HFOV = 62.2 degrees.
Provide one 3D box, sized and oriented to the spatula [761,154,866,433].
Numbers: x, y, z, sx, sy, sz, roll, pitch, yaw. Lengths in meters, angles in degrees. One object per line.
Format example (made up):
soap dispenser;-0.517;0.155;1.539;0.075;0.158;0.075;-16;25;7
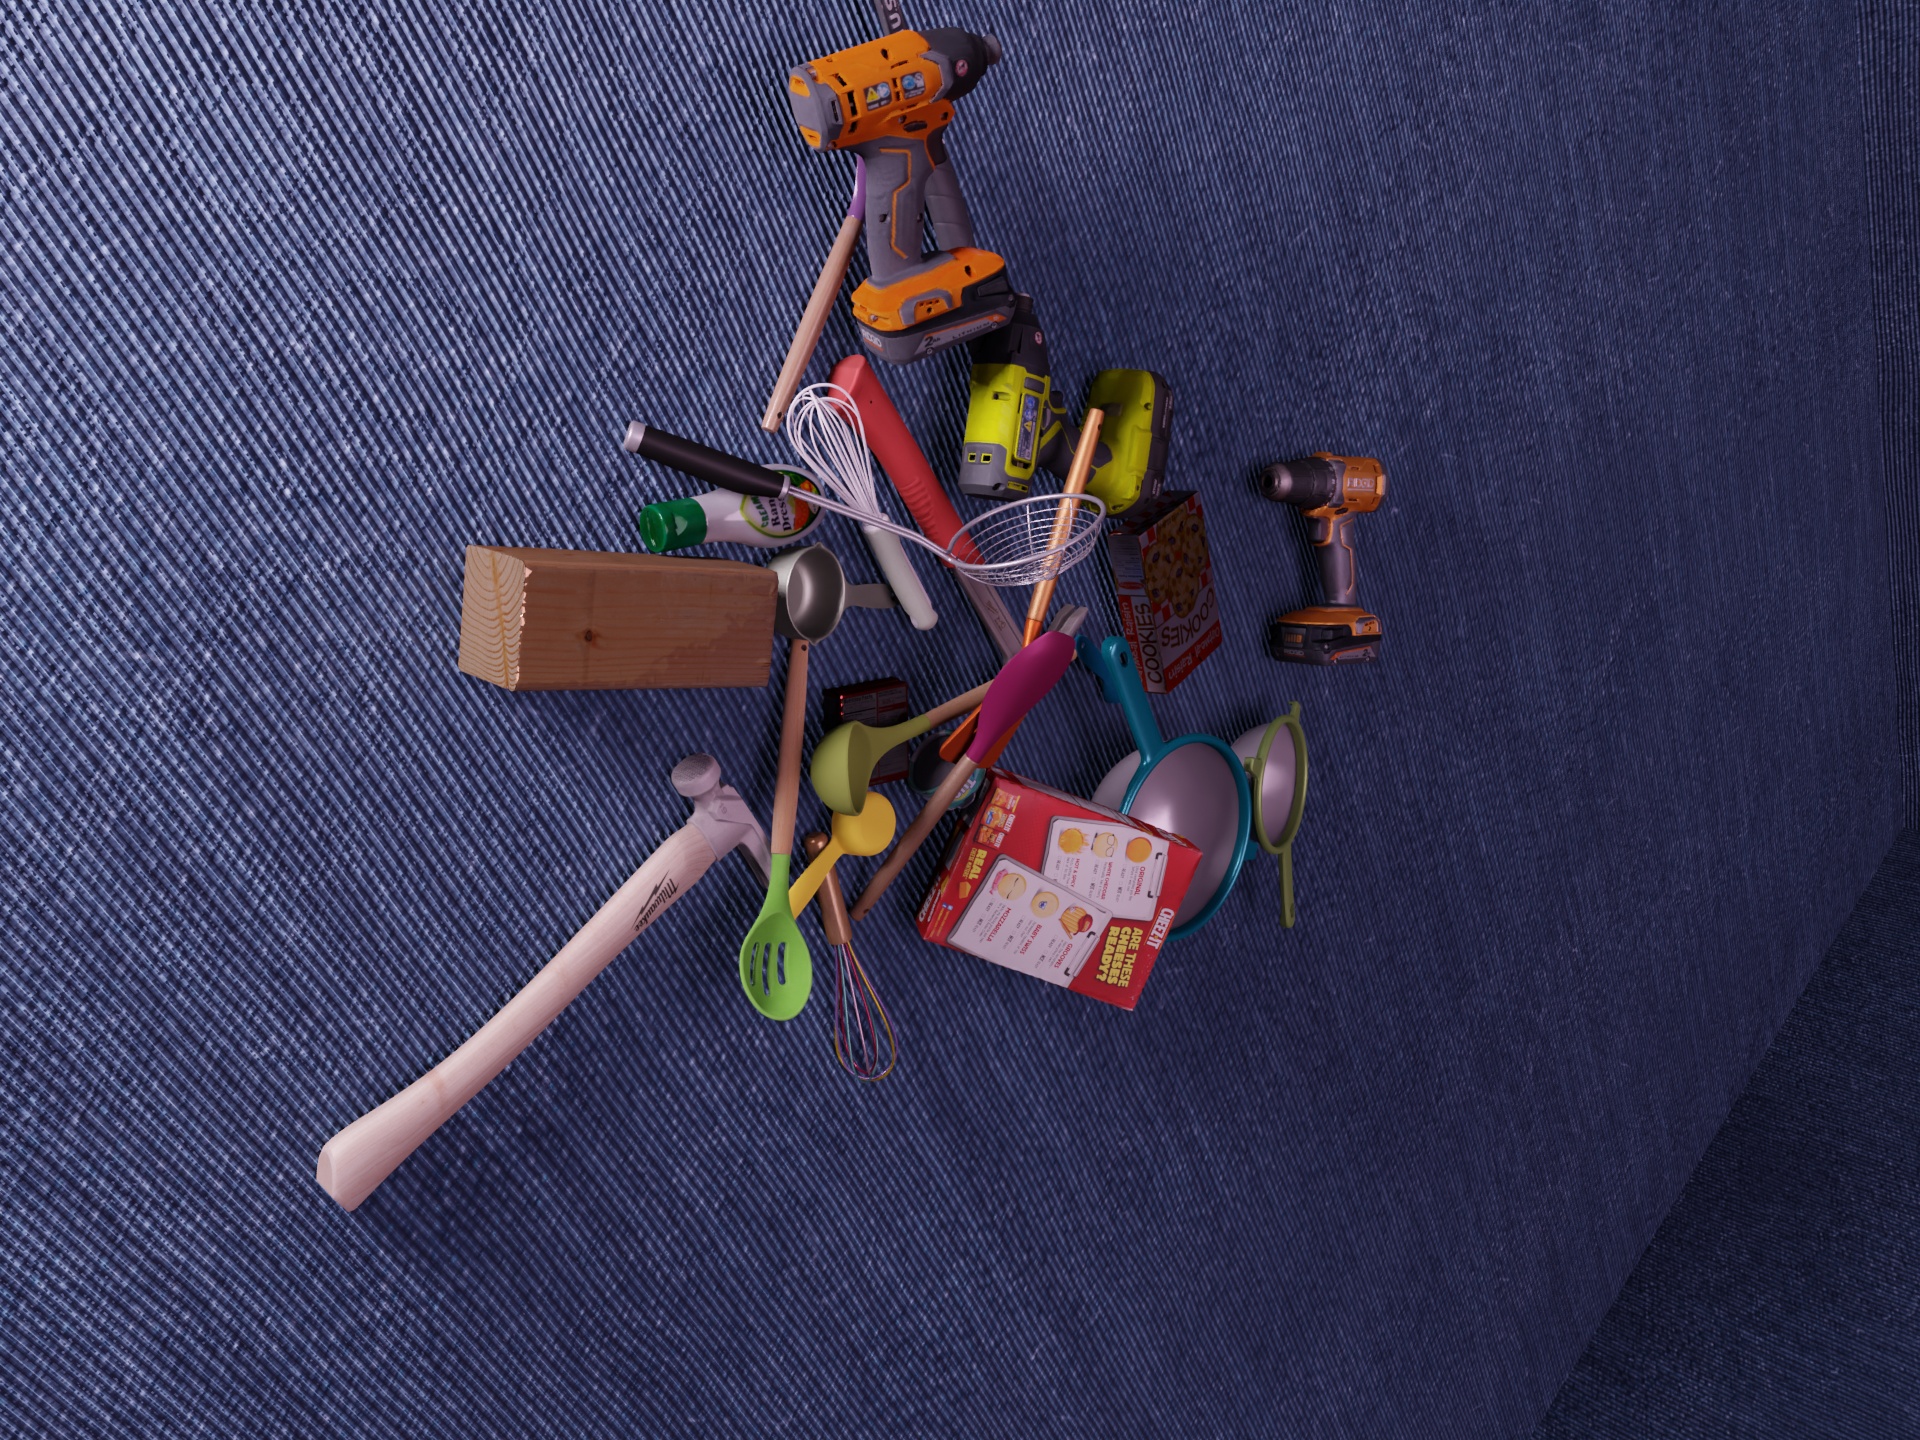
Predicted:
spatula;-0.092;-0.372;1.260;0.059;0.018;0.316;29;80;-46

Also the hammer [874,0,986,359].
hammer;-0.033;-0.476;1.257;0.149;0.036;0.408;-46;132;-33

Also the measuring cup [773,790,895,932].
measuring cup;-0.105;0.120;1.331;0.156;0.029;0.062;-53;127;-34

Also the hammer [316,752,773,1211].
hammer;-0.303;0.209;1.204;0.411;0.038;0.146;-45;128;-25

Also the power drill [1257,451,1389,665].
power drill;0.384;-0.175;1.710;0.185;0.084;0.226;-5;100;-41

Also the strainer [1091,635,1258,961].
strainer;0.171;0.058;1.561;0.211;0.095;0.340;-40;124;-29

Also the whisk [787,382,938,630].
whisk;-0.073;-0.169;1.300;0.059;0.058;0.246;-33;127;-6

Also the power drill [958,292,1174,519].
power drill;0.093;-0.267;1.396;0.223;0.080;0.171;5;95;-50

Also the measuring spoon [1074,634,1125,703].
measuring spoon;0.141;-0.051;1.535;0.128;0.021;0.042;40;72;-56

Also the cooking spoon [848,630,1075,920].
cooking spoon;-0.004;0.052;1.354;0.068;0.017;0.319;16;117;-47

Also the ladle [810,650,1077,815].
ladle;-0.002;-0.004;1.368;0.320;0.062;0.078;-26;122;-37

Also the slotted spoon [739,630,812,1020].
slotted spoon;-0.141;0.083;1.286;0.070;0.031;0.314;10;81;-41

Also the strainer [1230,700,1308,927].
strainer;0.326;0.113;1.734;0.151;0.069;0.256;-42;131;-49

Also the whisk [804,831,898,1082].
whisk;-0.104;0.211;1.387;0.051;0.047;0.244;-32;117;-46

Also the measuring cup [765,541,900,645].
measuring cup;-0.106;-0.104;1.312;0.167;0.038;0.083;-5;100;-59

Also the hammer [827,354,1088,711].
hammer;-0.007;-0.169;1.379;0.149;0.037;0.358;-50;129;-22

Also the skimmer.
skimmer;-0.067;-0.184;1.208;0.363;0.127;0.090;17;111;-18

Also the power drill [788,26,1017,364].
power drill;-0.026;-0.406;1.213;0.164;0.084;0.226;-26;126;-16

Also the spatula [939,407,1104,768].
spatula;0.063;-0.110;1.352;0.081;0.041;0.322;16;92;-53
